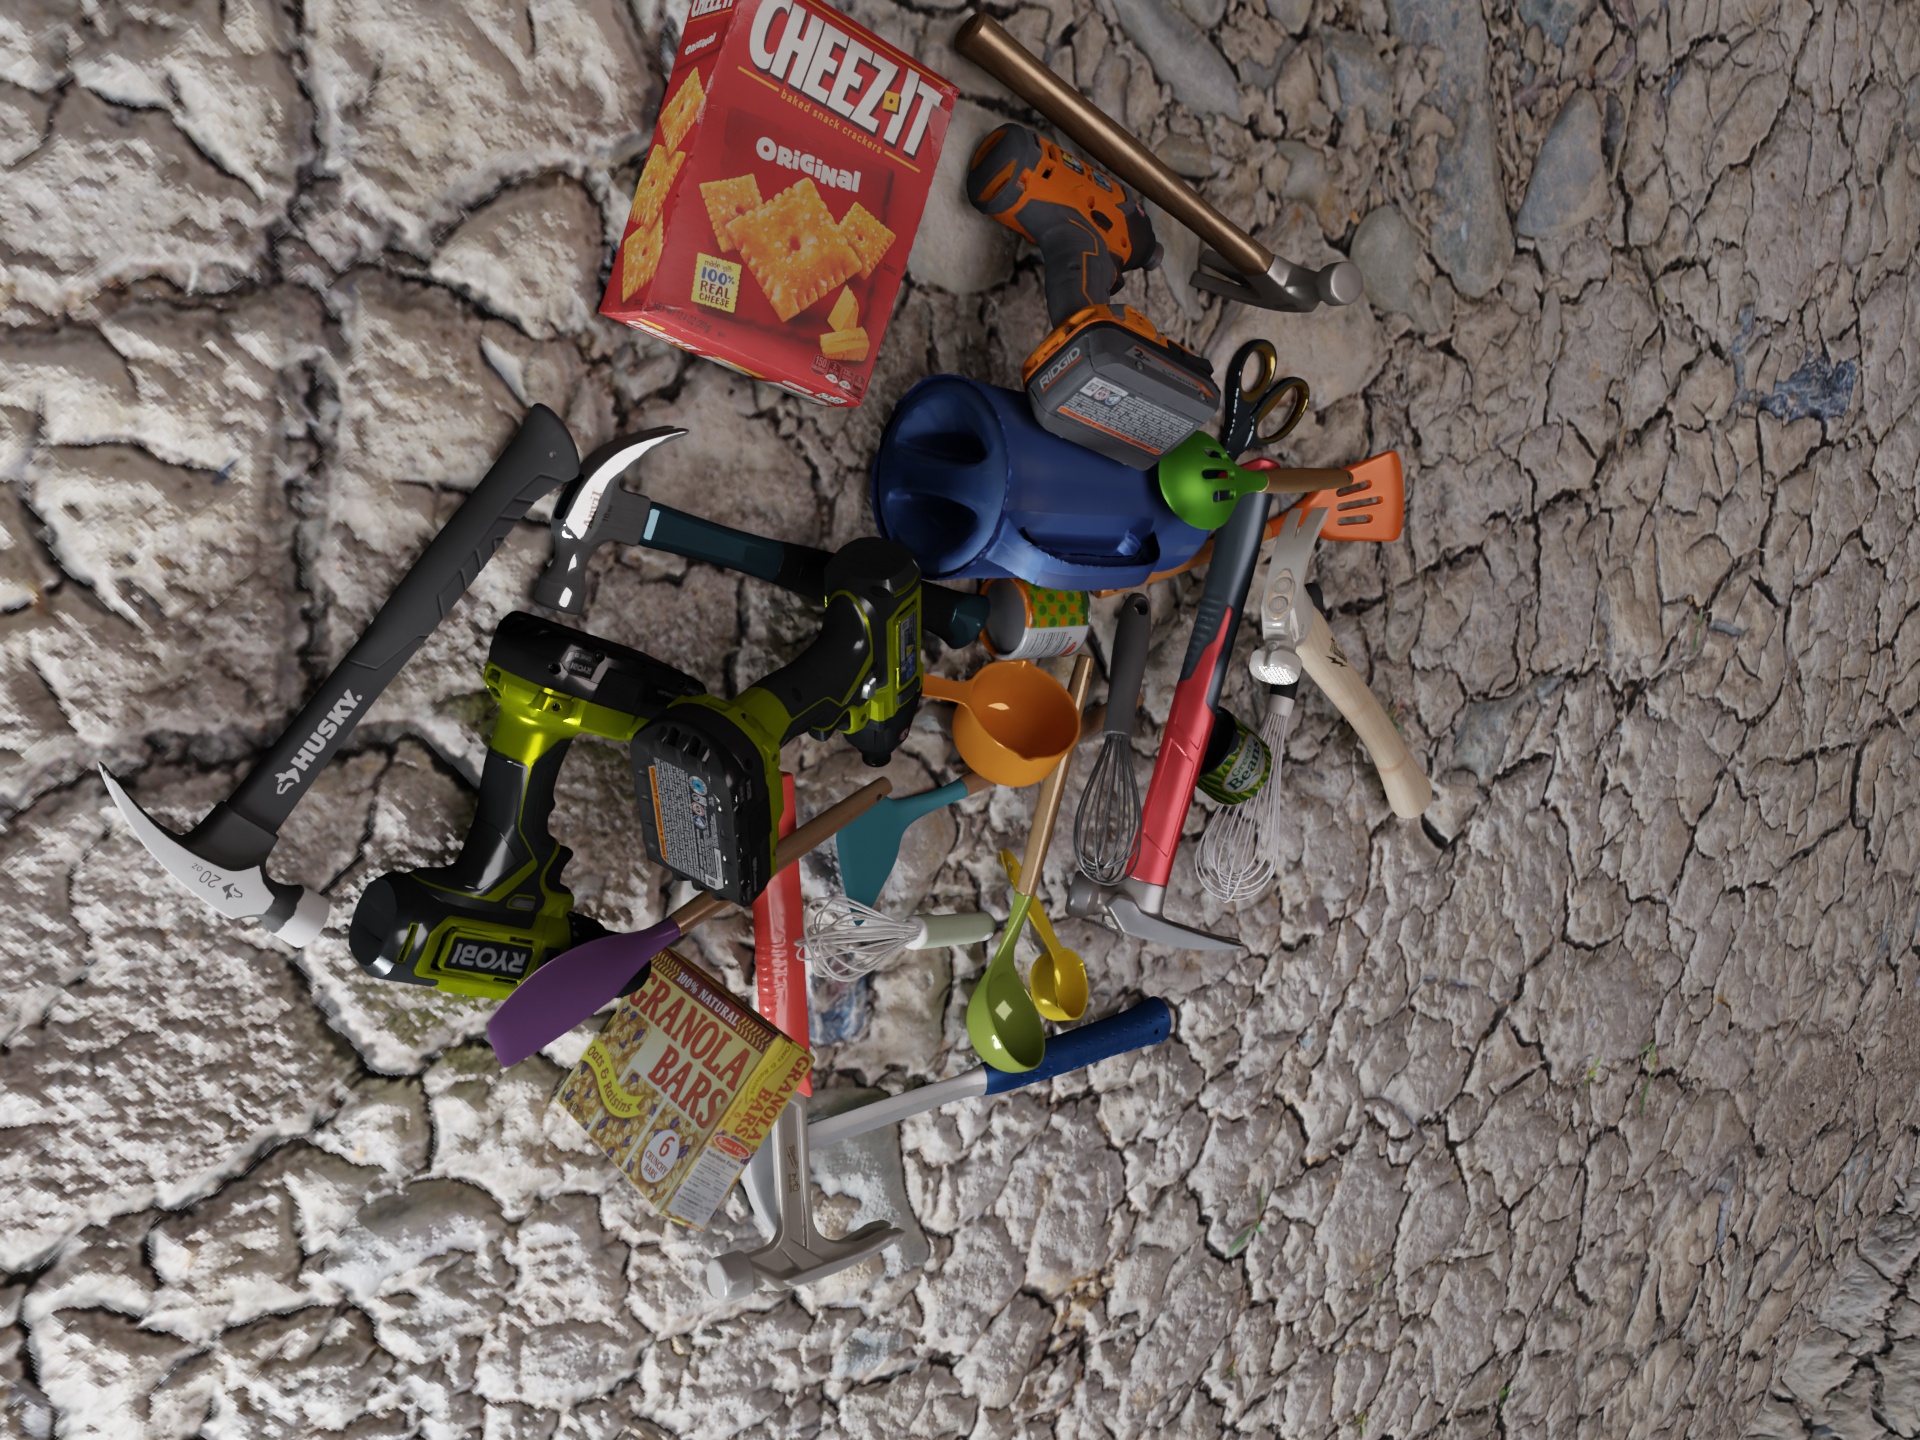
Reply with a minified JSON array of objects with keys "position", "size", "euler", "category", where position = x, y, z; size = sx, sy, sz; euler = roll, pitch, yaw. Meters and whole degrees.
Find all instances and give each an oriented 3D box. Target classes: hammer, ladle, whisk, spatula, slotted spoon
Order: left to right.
[{"position":[-0.331,-0.044,0.900],"size":[0.146,0.035,0.335],"euler":[43,76,-38],"category":"hammer"},{"position":[-0.163,0.116,1.017],"size":[0.316,0.018,0.059],"euler":[-33,135,-32],"category":"spatula"},{"position":[-0.112,-0.101,1.051],"size":[0.330,0.033,0.128],"euler":[14,96,-39],"category":"hammer"},{"position":[-0.114,0.213,1.102],"size":[0.149,0.037,0.359],"euler":[-7,98,-37],"category":"hammer"},{"position":[-0.039,0.150,1.131],"size":[0.246,0.058,0.059],"euler":[8,59,-61],"category":"whisk"},{"position":[0.006,0.291,1.253],"size":[0.405,0.035,0.144],"euler":[-10,108,-35],"category":"hammer"},{"position":[0.028,0.045,1.193],"size":[0.317,0.044,0.082],"euler":[-27,121,-30],"category":"spatula"},{"position":[0.066,0.109,1.202],"size":[0.078,0.062,0.320],"euler":[8,97,-61],"category":"ladle"},{"position":[0.123,0.011,1.217],"size":[0.055,0.055,0.239],"euler":[26,65,-39],"category":"whisk"},{"position":[0.130,-0.383,1.118],"size":[0.331,0.130,0.031],"euler":[28,85,-28],"category":"hammer"},{"position":[0.201,-0.013,1.250],"size":[0.143,0.038,0.386],"euler":[15,93,4],"category":"hammer"},{"position":[0.240,-0.148,1.301],"size":[0.322,0.041,0.081],"euler":[-21,116,-30],"category":"spatula"},{"position":[0.264,0.019,1.361],"size":[0.070,0.070,0.284],"euler":[17,88,-39],"category":"whisk"},{"position":[0.234,-0.181,1.190],"size":[0.313,0.031,0.070],"euler":[-13,92,-55],"category":"slotted spoon"},{"position":[0.342,-0.023,1.365],"size":[0.410,0.038,0.146],"euler":[41,59,-51],"category":"hammer"}]

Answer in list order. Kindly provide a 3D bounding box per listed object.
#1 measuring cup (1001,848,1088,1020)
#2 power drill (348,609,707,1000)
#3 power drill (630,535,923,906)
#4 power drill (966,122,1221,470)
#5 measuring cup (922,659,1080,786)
[{"position":[0.057,0.170,1.264],"size":[0.156,0.029,0.062],"euler":[64,32,-16],"category":"measuring cup"},{"position":[-0.243,0.065,0.973],"size":[0.190,0.080,0.228],"euler":[20,93,-44],"category":"power drill"},{"position":[-0.100,0.008,1.002],"size":[0.223,0.080,0.171],"euler":[-45,148,-41],"category":"power drill"},{"position":[0.097,-0.283,1.066],"size":[0.164,0.084,0.227],"euler":[14,51,-39],"category":"power drill"},{"position":[-0.002,-0.004,1.151],"size":[0.173,0.095,0.052],"euler":[13,140,-15],"category":"measuring cup"}]
